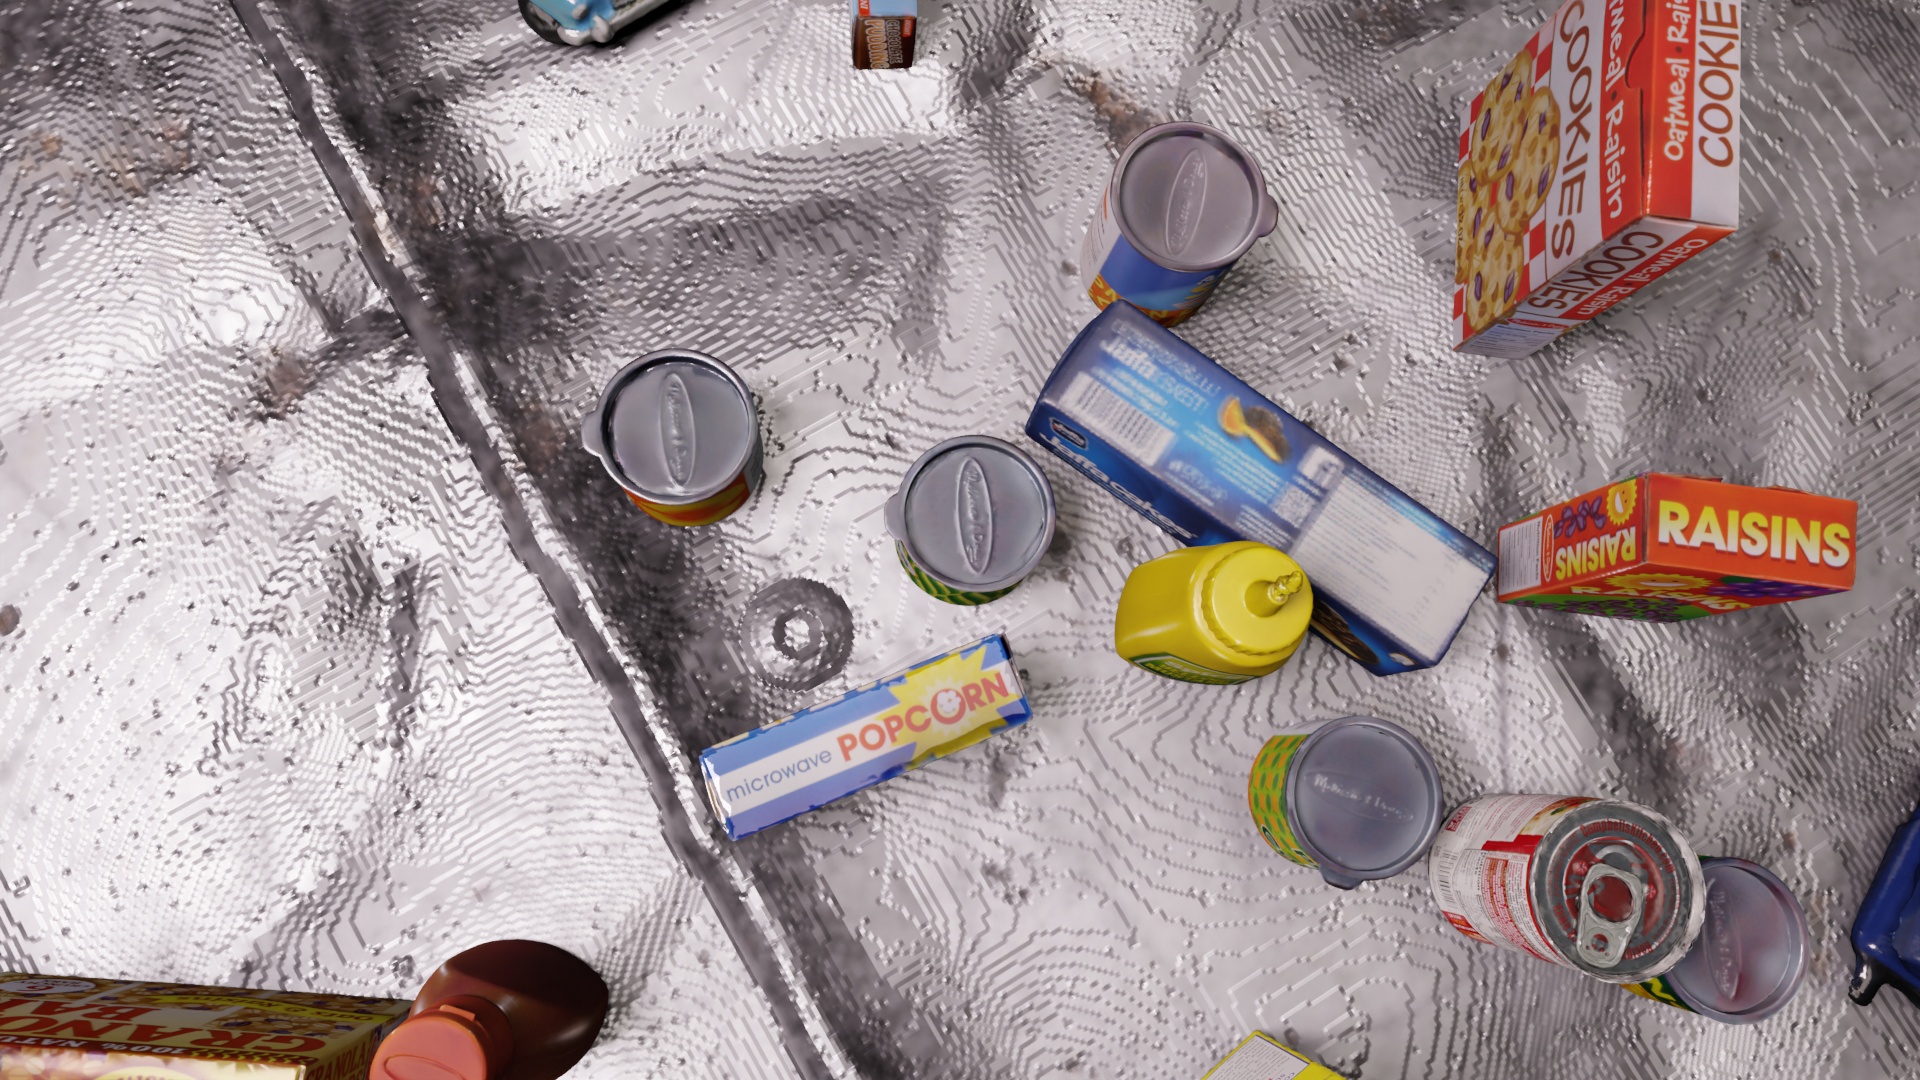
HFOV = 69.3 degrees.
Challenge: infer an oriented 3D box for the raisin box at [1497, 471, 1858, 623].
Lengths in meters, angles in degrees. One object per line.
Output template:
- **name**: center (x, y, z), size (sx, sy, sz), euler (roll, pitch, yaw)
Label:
- **raisin box**: center (0.295, 0.006, 0.585), size (0.086, 0.123, 0.040), euler (8, 80, -3)

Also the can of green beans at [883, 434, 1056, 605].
- **can of green beans**: center (0.004, -0.007, 0.597), size (0.071, 0.057, 0.071), euler (1, 81, -4)

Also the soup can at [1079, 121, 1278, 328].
- **soup can**: center (0.094, -0.135, 0.613), size (0.071, 0.083, 0.071), euler (1, 81, -4)

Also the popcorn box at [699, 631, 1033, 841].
- **popcorn box**: center (-0.038, 0.079, 0.565), size (0.127, 0.085, 0.038), euler (-21, 83, -8)

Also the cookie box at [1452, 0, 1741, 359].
- **cookie box**: center (0.262, -0.160, 0.589), size (0.040, 0.167, 0.123), euler (7, 80, -3)

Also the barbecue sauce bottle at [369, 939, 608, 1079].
- **barbecue sauce bottle**: center (-0.172, 0.178, 0.506), size (0.065, 0.148, 0.044), euler (20, 80, -1)

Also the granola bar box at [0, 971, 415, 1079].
- **granola bar box**: center (-0.302, 0.191, 0.505), size (0.166, 0.124, 0.039), euler (5, 81, -4)

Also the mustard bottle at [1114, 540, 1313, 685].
- **mustard bottle**: center (0.103, 0.029, 0.547), size (0.065, 0.160, 0.049), euler (13, 80, -2)

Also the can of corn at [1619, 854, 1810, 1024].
- **can of corn**: center (0.309, 0.167, 0.592), size (0.071, 0.058, 0.071), euler (1, 81, -4)

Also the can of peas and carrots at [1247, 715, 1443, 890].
- **can of peas and carrots**: center (0.161, 0.111, 0.589), size (0.071, 0.058, 0.071), euler (1, 81, -4)

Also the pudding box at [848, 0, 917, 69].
- **pudding box**: center (-0.038, -0.268, 0.643), size (0.030, 0.049, 0.084), euler (-3, 81, -5)

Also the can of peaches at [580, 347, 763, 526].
- **can of peaches**: center (-0.121, -0.042, 0.593), size (0.071, 0.058, 0.071), euler (1, 81, -4)
